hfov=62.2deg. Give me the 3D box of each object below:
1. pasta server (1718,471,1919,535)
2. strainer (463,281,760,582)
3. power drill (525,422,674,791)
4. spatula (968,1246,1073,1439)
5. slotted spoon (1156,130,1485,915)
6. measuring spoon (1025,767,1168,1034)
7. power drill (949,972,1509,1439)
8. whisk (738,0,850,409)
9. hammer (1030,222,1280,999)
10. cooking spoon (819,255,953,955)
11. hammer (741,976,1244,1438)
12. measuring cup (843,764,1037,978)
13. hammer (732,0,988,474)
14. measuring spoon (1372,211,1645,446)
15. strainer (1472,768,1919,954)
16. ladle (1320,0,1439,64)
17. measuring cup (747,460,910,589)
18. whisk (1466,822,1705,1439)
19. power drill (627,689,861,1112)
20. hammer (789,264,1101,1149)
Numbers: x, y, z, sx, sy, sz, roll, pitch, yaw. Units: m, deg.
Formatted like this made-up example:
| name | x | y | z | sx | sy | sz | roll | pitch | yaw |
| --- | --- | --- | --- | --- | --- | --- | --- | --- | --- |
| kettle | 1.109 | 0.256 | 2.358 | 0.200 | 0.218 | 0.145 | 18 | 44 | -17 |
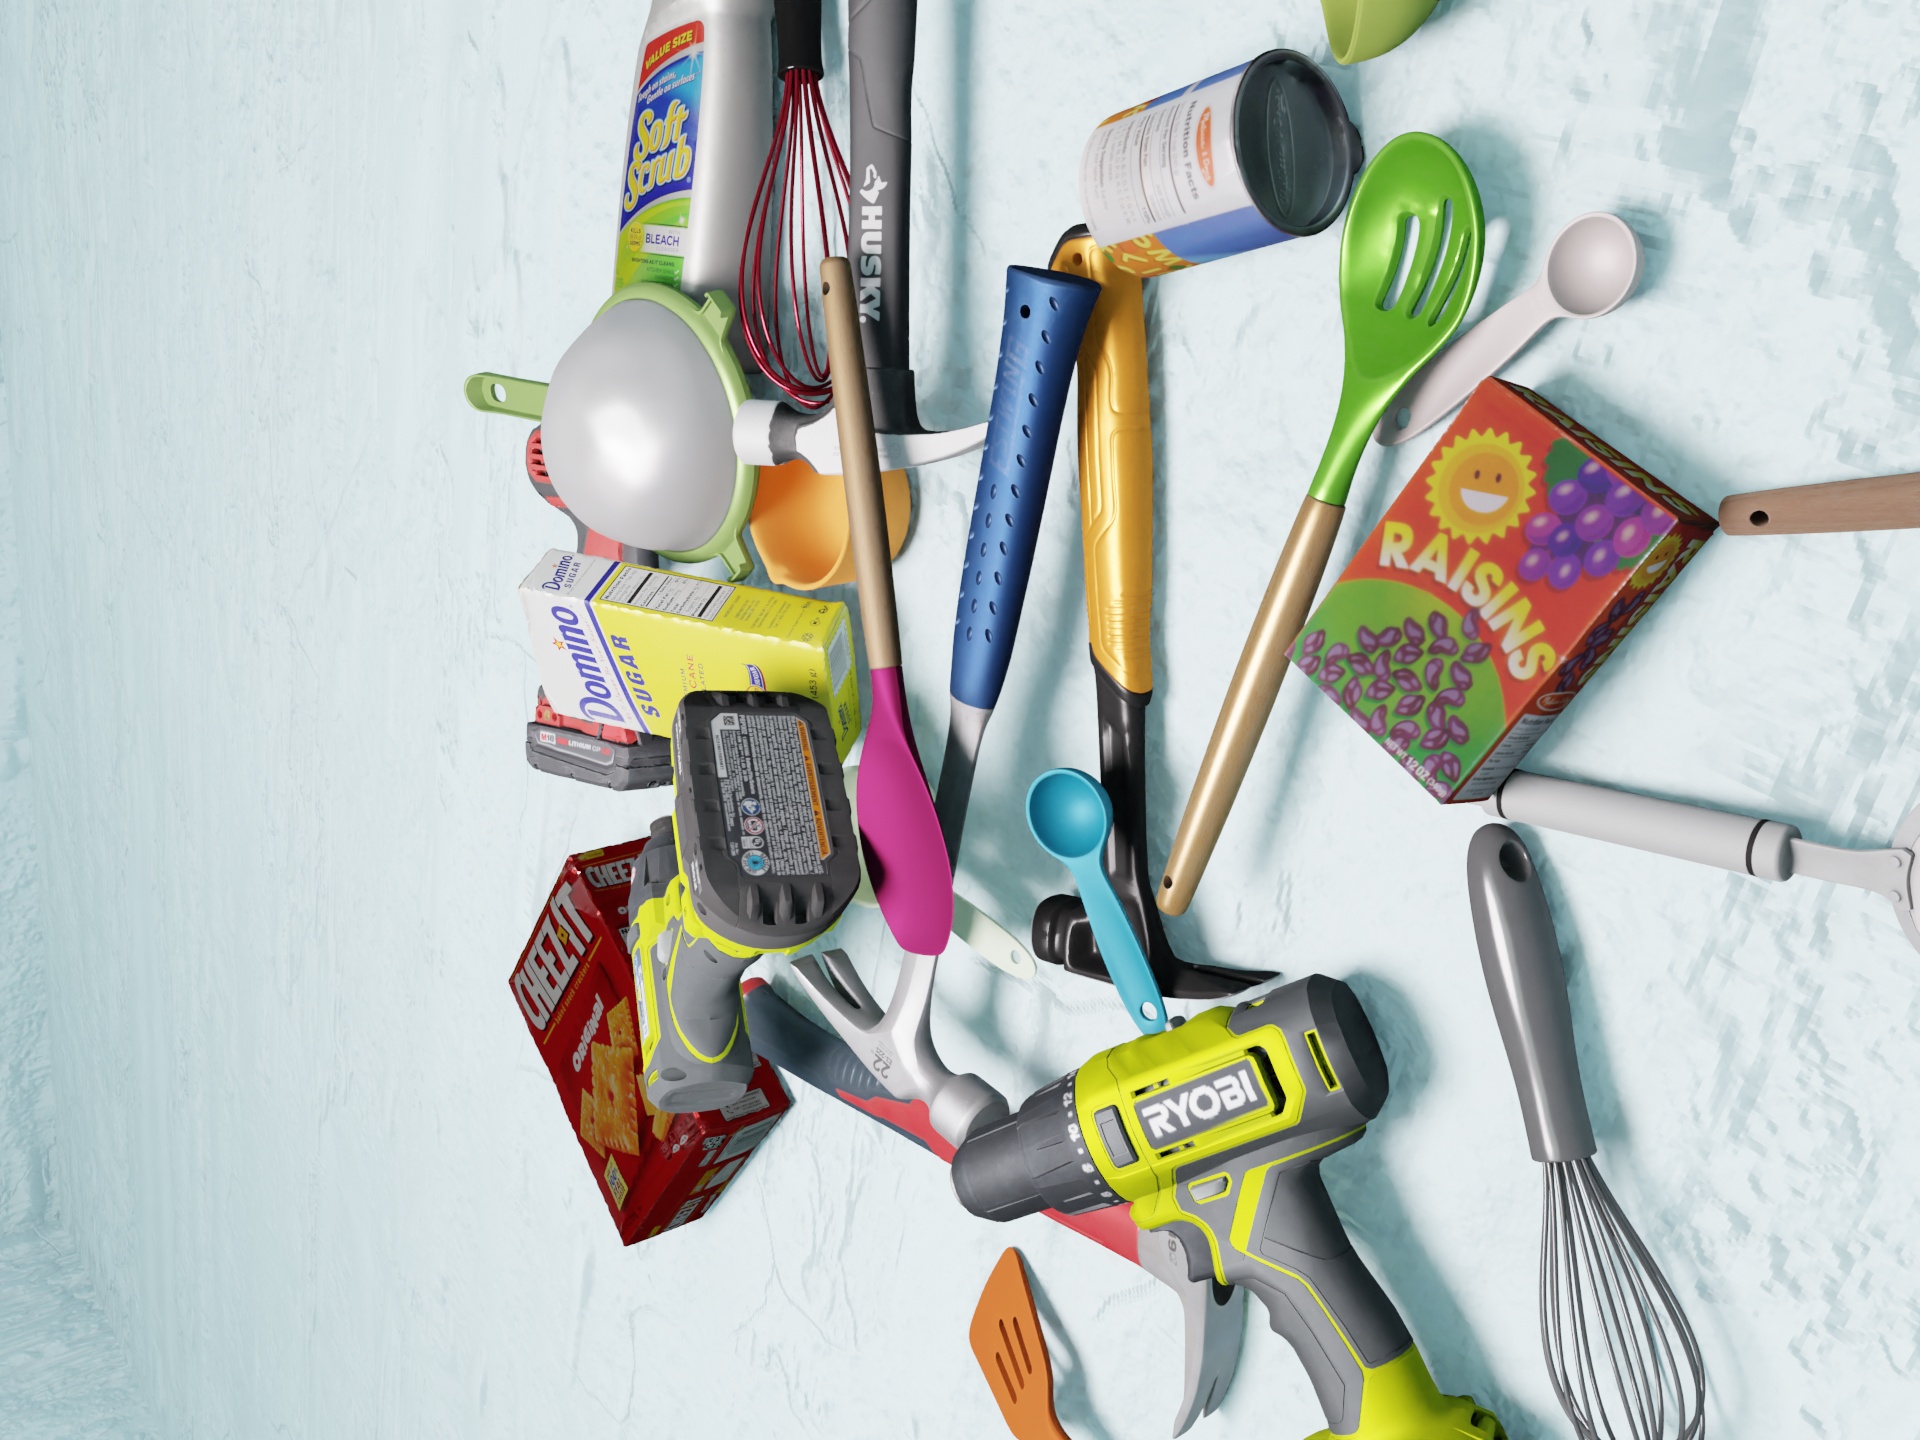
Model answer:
| name | x | y | z | sx | sy | sz | roll | pitch | yaw |
| --- | --- | --- | --- | --- | --- | --- | --- | --- | --- |
| pasta server | 0.343 | -0.061 | 0.386 | 0.316 | 0.040 | 0.060 | 1 | 111 | 50 |
| strainer | -0.217 | -0.164 | 0.871 | 0.256 | 0.069 | 0.151 | 18 | 119 | 38 |
| power drill | -0.189 | -0.075 | 0.960 | 0.188 | 0.080 | 0.226 | 9 | 101 | 40 |
| spatula | 0.106 | 0.400 | 0.773 | 0.323 | 0.041 | 0.081 | 40 | 126 | 31 |
| slotted spoon | 0.130 | -0.061 | 0.610 | 0.070 | 0.031 | 0.313 | 44 | 124 | 51 |
| measuring spoon | 0.068 | 0.079 | 0.699 | 0.042 | 0.021 | 0.128 | -22 | 90 | 39 |
| power drill | 0.110 | 0.238 | 0.649 | 0.190 | 0.080 | 0.229 | -27 | 78 | 22 |
| whisk | -0.080 | -0.305 | 0.800 | 0.073 | 0.073 | 0.296 | -1 | 92 | 49 |
| hammer | 0.074 | -0.045 | 0.697 | 0.127 | 0.034 | 0.337 | 6 | 103 | 49 |
| cooking spoon | -0.037 | -0.050 | 0.724 | 0.069 | 0.017 | 0.319 | -2 | 97 | 53 |
| hammer | -0.011 | 0.230 | 0.854 | 0.386 | 0.038 | 0.143 | 14 | 110 | 46 |
| measuring cup | -0.009 | 0.080 | 0.820 | 0.168 | 0.038 | 0.083 | 35 | 122 | 36 |
| hammer | -0.031 | -0.279 | 0.716 | 0.146 | 0.035 | 0.334 | 6 | 104 | 18 |
| measuring spoon | 0.192 | -0.133 | 0.562 | 0.124 | 0.018 | 0.034 | -40 | 63 | 53 |
| strainer | 0.264 | 0.045 | 0.501 | 0.259 | 0.050 | 0.086 | 14 | 123 | 50 |
| ladle | 0.065 | -0.325 | 0.630 | 0.320 | 0.062 | 0.078 | 37 | 144 | 41 |
| measuring cup | -0.090 | -0.140 | 0.849 | 0.174 | 0.052 | 0.095 | 47 | 131 | 33 |
| whisk | 0.220 | 0.154 | 0.571 | 0.055 | 0.055 | 0.239 | -20 | 79 | 49 |
| power drill | -0.129 | 0.086 | 0.835 | 0.223 | 0.080 | 0.171 | 123 | 141 | -50 |
| hammer | -0.001 | -0.002 | 0.735 | 0.144 | 0.035 | 0.405 | 31 | 120 | 40 |
